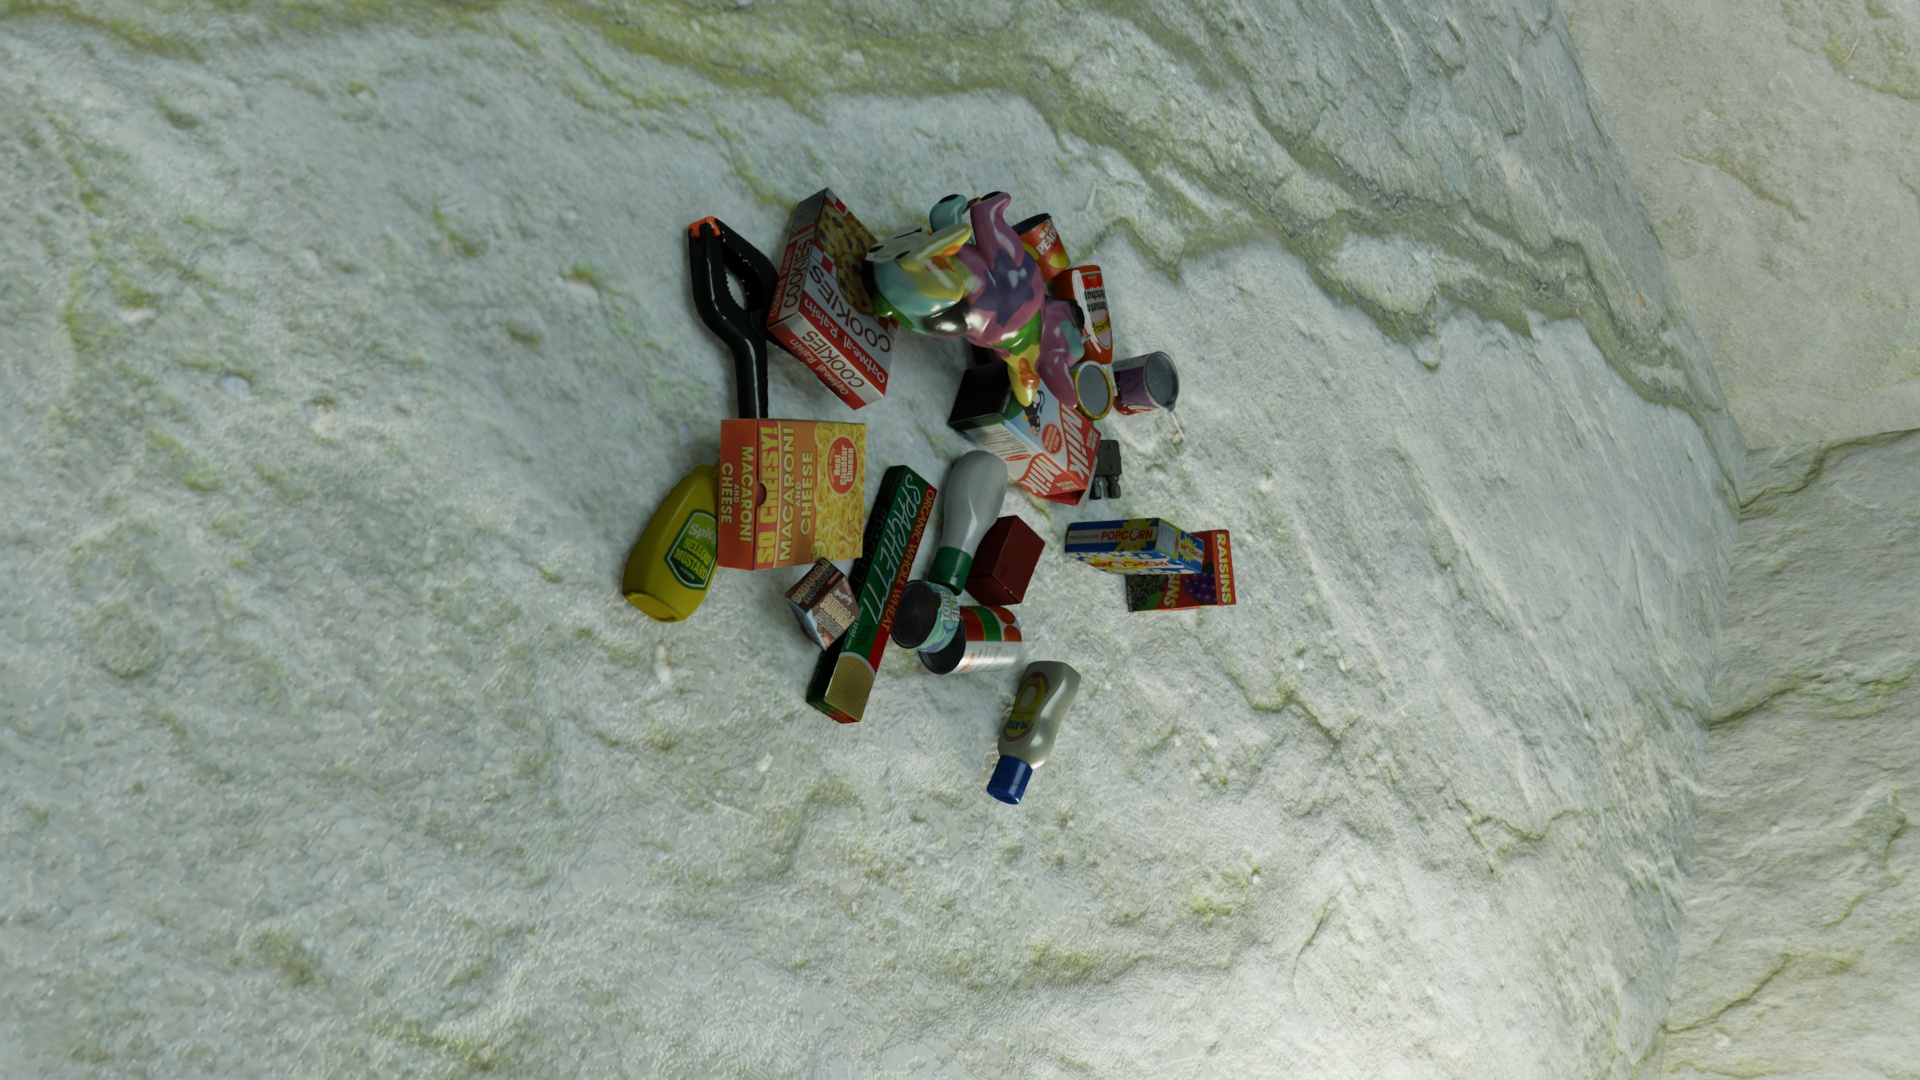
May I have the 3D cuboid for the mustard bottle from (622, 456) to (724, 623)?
[{"bbox_3d":[-0.220,-0.013,1.139,0.065,0.049,0.161,43,55,-39],"label":"mustard bottle"}]

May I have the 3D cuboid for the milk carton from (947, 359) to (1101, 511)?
[{"bbox_3d":[0.081,-0.106,1.449,0.190,0.073,0.072,38,58,-36],"label":"milk carton"}]

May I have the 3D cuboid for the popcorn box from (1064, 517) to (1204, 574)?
[{"bbox_3d":[0.188,0.008,1.504,0.085,0.126,0.038,25,71,-41],"label":"popcorn box"}]

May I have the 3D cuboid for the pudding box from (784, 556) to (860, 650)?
[{"bbox_3d":[-0.120,0.056,1.211,0.050,0.030,0.083,-46,157,-17],"label":"pudding box"}]

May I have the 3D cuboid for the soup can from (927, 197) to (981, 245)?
[{"bbox_3d":[0.015,-0.285,1.368,0.083,0.071,0.072,54,50,-19],"label":"soup can"}]

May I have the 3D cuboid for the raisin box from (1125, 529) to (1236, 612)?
[{"bbox_3d":[0.246,0.036,1.563,0.040,0.123,0.086,1,83,-46],"label":"raisin box"}]

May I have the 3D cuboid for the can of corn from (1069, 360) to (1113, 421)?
[{"bbox_3d":[0.125,-0.157,1.514,0.071,0.058,0.071,9,78,-45],"label":"can of corn"}]

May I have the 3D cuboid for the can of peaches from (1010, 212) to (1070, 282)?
[{"bbox_3d":[0.078,-0.308,1.479,0.071,0.071,0.058,-46,117,-40],"label":"can of peaches"}]

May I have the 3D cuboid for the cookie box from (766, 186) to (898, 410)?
[{"bbox_3d":[-0.109,-0.219,1.261,0.122,0.040,0.168,43,40,-38],"label":"cookie box"}]

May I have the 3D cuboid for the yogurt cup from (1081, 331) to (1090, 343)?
[{"bbox_3d":[0.094,-0.222,1.489,0.054,0.072,0.073,55,49,-15],"label":"yogurt cup"}]

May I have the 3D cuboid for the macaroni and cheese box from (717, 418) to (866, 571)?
[{"bbox_3d":[-0.140,-0.042,1.188,0.167,0.040,0.123,-7,100,-63],"label":"macaroni and cheese box"}]

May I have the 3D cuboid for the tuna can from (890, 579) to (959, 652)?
[{"bbox_3d":[-0.033,0.070,1.306,0.033,0.071,0.071,16,73,-45],"label":"tuna can"}]

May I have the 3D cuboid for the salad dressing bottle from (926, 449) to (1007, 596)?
[{"bbox_3d":[0.005,-0.017,1.379,0.064,0.044,0.148,39,59,-38],"label":"salad dressing bottle"}]

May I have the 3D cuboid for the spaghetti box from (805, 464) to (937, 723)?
[{"bbox_3d":[-0.080,0.046,1.291,0.050,0.028,0.251,38,59,-37],"label":"spaghetti box"}]

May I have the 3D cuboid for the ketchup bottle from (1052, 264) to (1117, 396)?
[{"bbox_3d":[0.143,-0.231,1.555,0.065,0.043,0.148,-17,97,-46],"label":"ketchup bottle"}]

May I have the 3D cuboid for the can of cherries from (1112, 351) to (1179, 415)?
[{"bbox_3d":[0.211,-0.179,1.607,0.071,0.058,0.071,10,77,-46],"label":"can of cherries"}]

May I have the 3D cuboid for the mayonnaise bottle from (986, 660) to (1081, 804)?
[{"bbox_3d":[0.070,0.193,1.403,0.041,0.064,0.149,42,60,-30],"label":"mayonnaise bottle"}]

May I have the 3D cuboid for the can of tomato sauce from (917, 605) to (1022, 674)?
[{"bbox_3d":[0.008,0.094,1.350,0.083,0.071,0.071,4,82,-46],"label":"can of tomato sauce"}]

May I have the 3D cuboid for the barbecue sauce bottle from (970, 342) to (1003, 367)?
[{"bbox_3d":[0.031,-0.254,1.442,0.065,0.043,0.148,-15,95,-36],"label":"barbecue sauce bottle"}]
